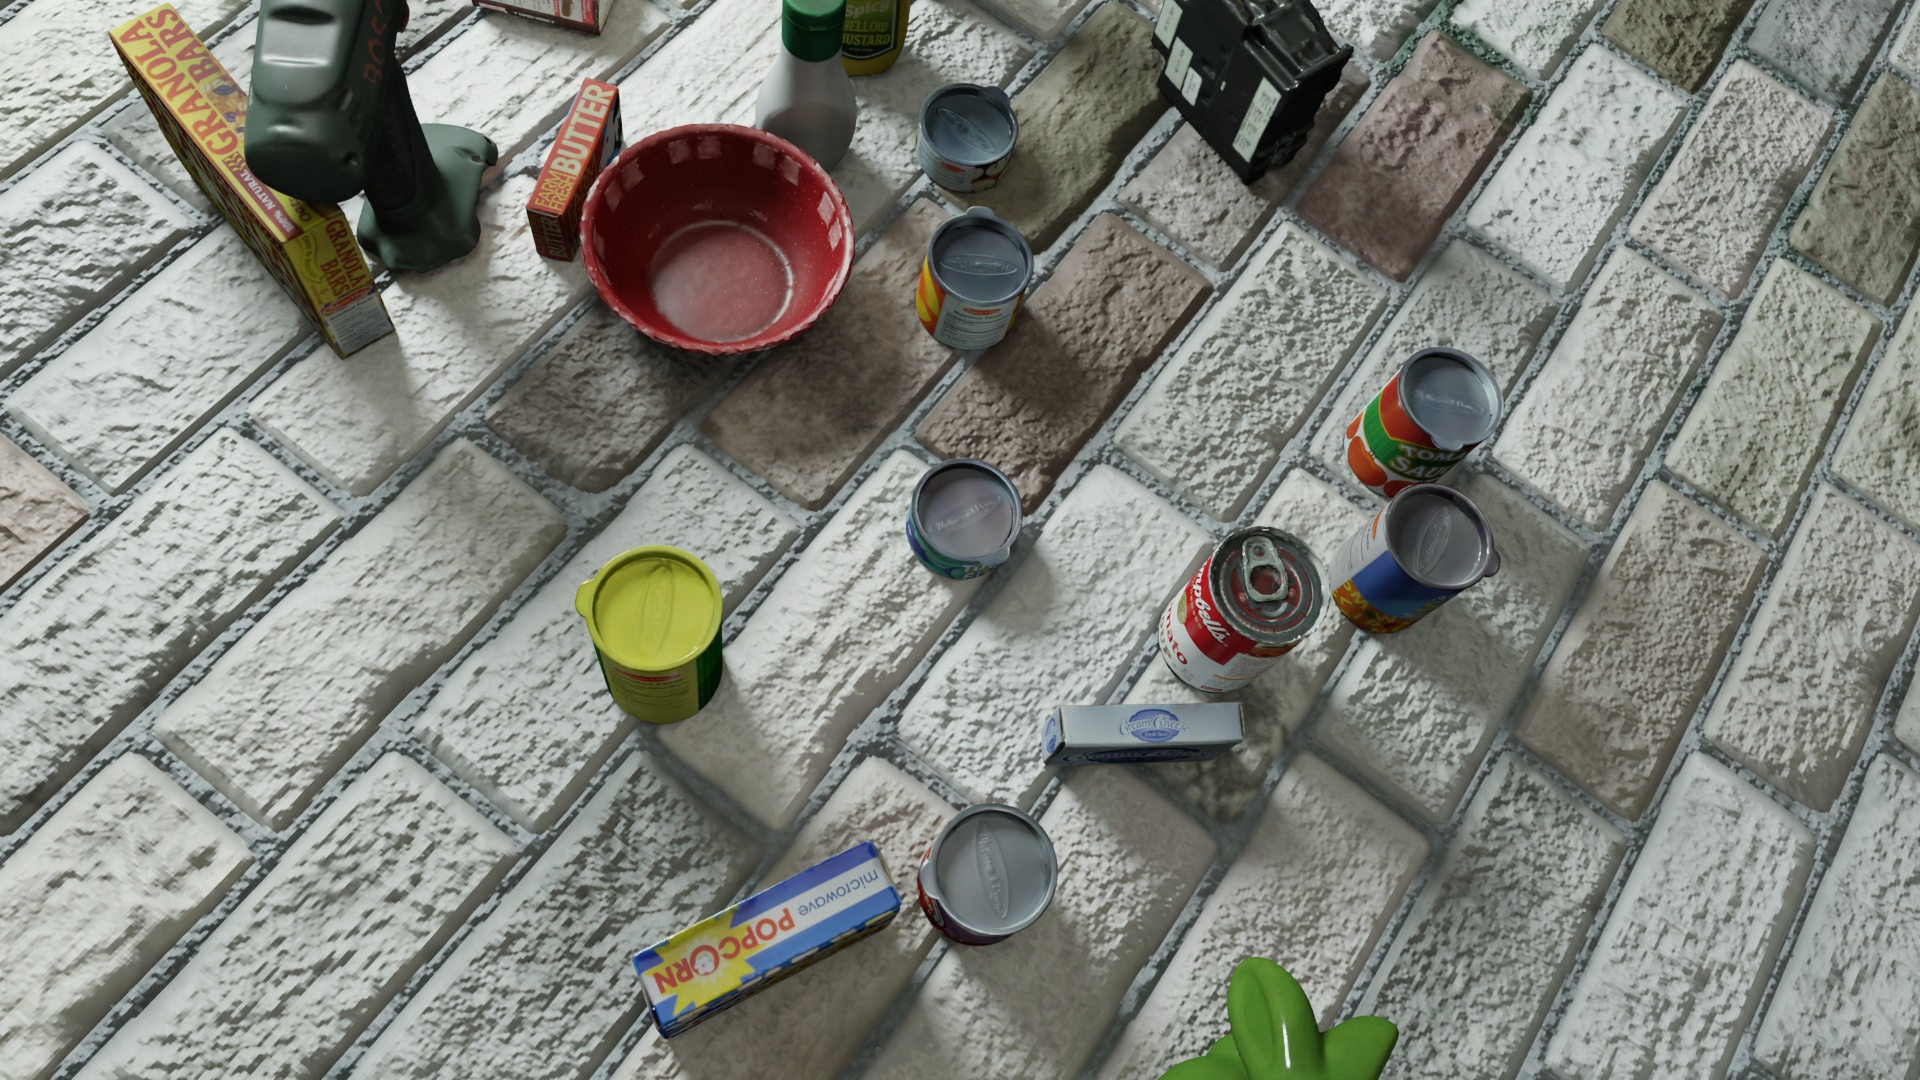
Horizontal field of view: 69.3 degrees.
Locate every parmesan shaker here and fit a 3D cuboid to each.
[{"bbox_3d":[-0.160,0.051,0.726,0.071,0.102,0.071,3,68,-8],"label":"parmesan shaker"}]

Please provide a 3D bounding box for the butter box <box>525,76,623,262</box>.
[{"bbox_3d":[-0.236,-0.227,0.855,0.024,0.053,0.104,16,66,-3],"label":"butter box"}]

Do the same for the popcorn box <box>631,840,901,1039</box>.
[{"bbox_3d":[-0.095,0.198,0.687,0.127,0.085,0.038,-23,74,-18],"label":"popcorn box"}]

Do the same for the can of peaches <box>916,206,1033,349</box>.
[{"bbox_3d":[0.008,-0.163,0.867,0.071,0.057,0.071,3,68,-8],"label":"can of peaches"}]

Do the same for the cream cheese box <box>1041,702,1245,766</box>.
[{"bbox_3d":[0.100,0.108,0.774,0.104,0.053,0.024,0,68,-10],"label":"cream cheese box"}]

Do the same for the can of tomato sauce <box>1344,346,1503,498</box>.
[{"bbox_3d":[0.286,-0.070,0.863,0.071,0.082,0.071,3,68,-8],"label":"can of tomato sauce"}]

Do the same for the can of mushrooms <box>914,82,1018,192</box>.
[{"bbox_3d":[0.005,-0.269,0.924,0.071,0.033,0.071,3,67,-8],"label":"can of mushrooms"}]

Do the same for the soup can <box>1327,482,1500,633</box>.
[{"bbox_3d":[0.268,0.014,0.825,0.071,0.083,0.071,3,68,-8],"label":"soup can"}]

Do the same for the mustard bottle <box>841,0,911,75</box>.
[{"bbox_3d":[-0.061,-0.364,0.883,0.065,0.159,0.049,-4,69,-11],"label":"mustard bottle"}]

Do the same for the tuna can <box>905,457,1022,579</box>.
[{"bbox_3d":[0.003,-0.010,0.818,0.071,0.032,0.071,3,67,-8],"label":"tuna can"}]

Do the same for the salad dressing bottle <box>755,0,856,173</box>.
[{"bbox_3d":[-0.093,-0.283,0.851,0.064,0.147,0.044,-6,69,-12],"label":"salad dressing bottle"}]

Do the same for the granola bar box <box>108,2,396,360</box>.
[{"bbox_3d":[-0.393,-0.196,0.776,0.039,0.123,0.166,-38,79,-21],"label":"granola bar box"}]

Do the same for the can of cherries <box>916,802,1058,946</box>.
[{"bbox_3d":[0.010,0.176,0.728,0.071,0.058,0.072,3,68,-8],"label":"can of cherries"}]
